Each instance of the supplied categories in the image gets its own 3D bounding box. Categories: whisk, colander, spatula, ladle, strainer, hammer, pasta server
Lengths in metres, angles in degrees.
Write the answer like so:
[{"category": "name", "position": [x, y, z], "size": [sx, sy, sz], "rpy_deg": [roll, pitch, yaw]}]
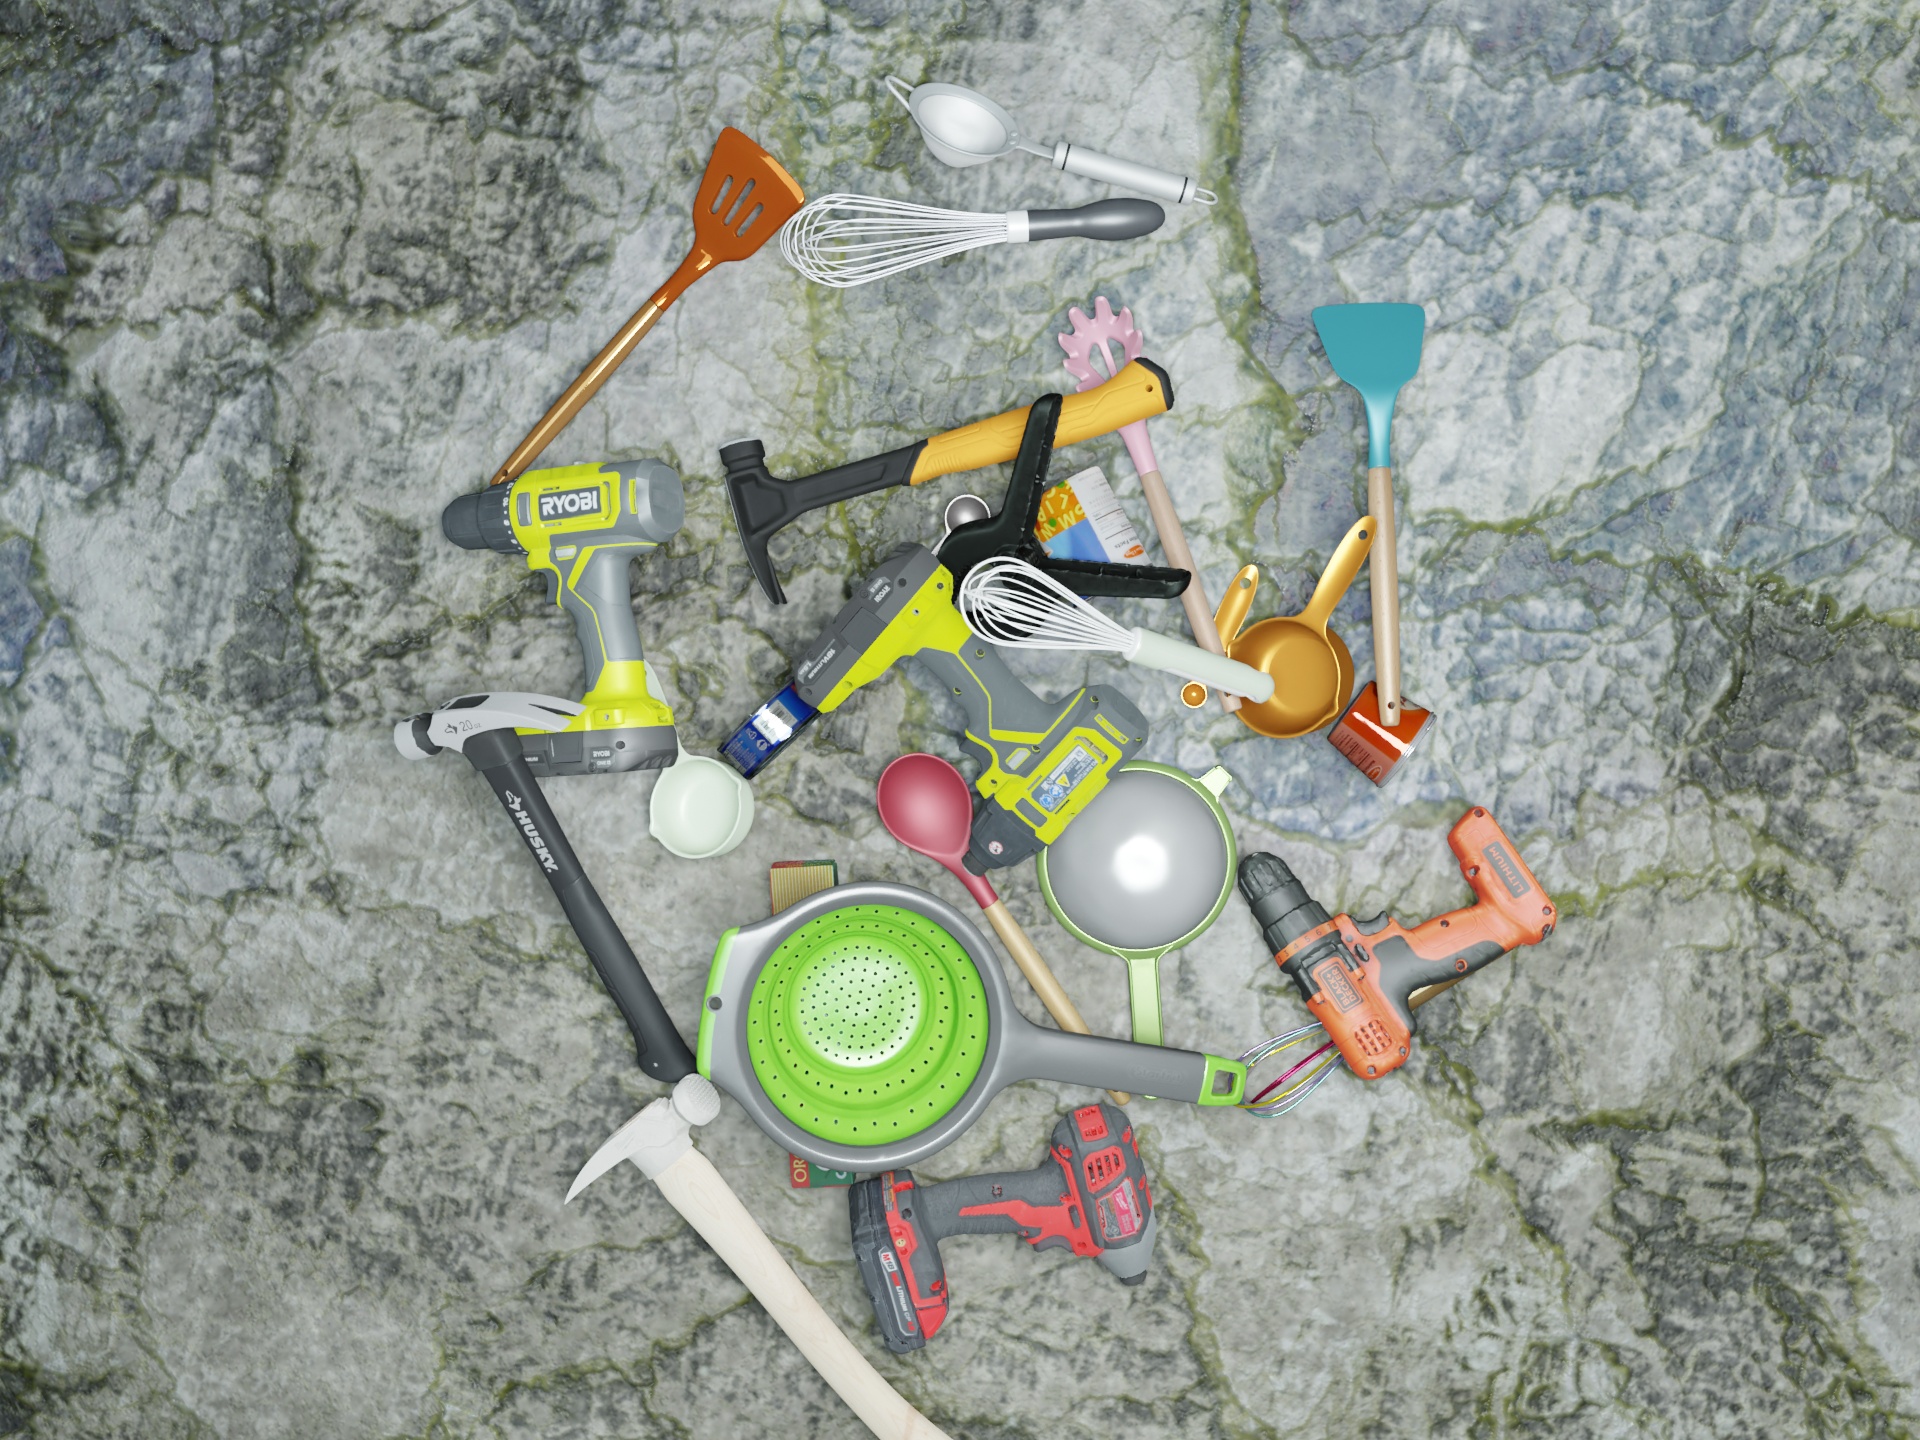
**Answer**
[{"category": "whisk", "position": [0.307, 0.224, 1.183], "size": [0.245, 0.047, 0.051], "rpy_deg": [-31, 81, 0]}, {"category": "colander", "position": [0.009, 0.228, 1.163], "size": [0.397, 0.094, 0.204], "rpy_deg": [11, 89, -9]}, {"category": "spatula", "position": [0.303, -0.154, 1.148], "size": [0.082, 0.044, 0.317], "rpy_deg": [-1, 86, 3]}, {"category": "ladle", "position": [0.038, 0.160, 1.203], "size": [0.069, 0.031, 0.315], "rpy_deg": [-34, 92, 2]}, {"category": "strainer", "position": [0.135, 0.158, 1.176], "size": [0.151, 0.069, 0.256], "rpy_deg": [-4, 91, 3]}, {"category": "spatula", "position": [-0.246, -0.295, 1.191], "size": [0.081, 0.041, 0.322], "rpy_deg": [43, 95, 0]}, {"category": "hammer", "position": [-0.124, 0.464, 1.214], "size": [0.146, 0.038, 0.410], "rpy_deg": [-39, 93, 16]}, {"category": "hammer", "position": [-0.007, -0.188, 1.163], "size": [0.337, 0.034, 0.127], "rpy_deg": [-15, 91, 12]}, {"category": "whisk", "position": [0.111, -0.055, 1.097], "size": [0.246, 0.058, 0.059], "rpy_deg": [17, 88, -19]}, {"category": "hammer", "position": [-0.274, 0.127, 1.157], "size": [0.146, 0.035, 0.334], "rpy_deg": [-13, 113, 27]}, {"category": "pasta server", "position": [0.146, -0.156, 1.160], "size": [0.060, 0.040, 0.316], "rpy_deg": [-20, 83, 13]}, {"category": "strainer", "position": [0.065, -0.415, 1.170], "size": [0.258, 0.050, 0.087], "rpy_deg": [15, 50, -3]}, {"category": "whisk", "position": [0.009, -0.361, 1.169], "size": [0.284, 0.070, 0.070], "rpy_deg": [-5, 92, -1]}]

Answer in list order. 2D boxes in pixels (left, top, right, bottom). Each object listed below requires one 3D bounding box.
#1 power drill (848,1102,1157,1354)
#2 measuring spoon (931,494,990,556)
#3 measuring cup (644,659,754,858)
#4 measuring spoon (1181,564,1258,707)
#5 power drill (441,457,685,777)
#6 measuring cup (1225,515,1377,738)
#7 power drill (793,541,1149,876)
[{"category": "power drill", "position": [0.037, 0.381, 1.183], "size": [0.219, 0.079, 0.143], "rpy_deg": [-17, 107, -1]}, {"category": "measuring spoon", "position": [-0.019, -0.116, 1.203], "size": [0.034, 0.018, 0.124], "rpy_deg": [35, 100, 1]}, {"category": "measuring cup", "position": [-0.210, 0.027, 1.210], "size": [0.083, 0.038, 0.168], "rpy_deg": [-29, 73, 14]}, {"category": "measuring spoon", "position": [0.196, -0.063, 1.195], "size": [0.021, 0.011, 0.117], "rpy_deg": [25, 90, 3]}, {"category": "power drill", "position": [-0.294, -0.074, 1.175], "size": [0.190, 0.080, 0.228], "rpy_deg": [-4, 90, 21]}, {"category": "measuring cup", "position": [0.260, -0.068, 1.147], "size": [0.095, 0.052, 0.173], "rpy_deg": [35, 109, 25]}, {"category": "power drill", "position": [-0.002, -0.004, 1.136], "size": [0.223, 0.080, 0.171], "rpy_deg": [41, 110, -4]}]
